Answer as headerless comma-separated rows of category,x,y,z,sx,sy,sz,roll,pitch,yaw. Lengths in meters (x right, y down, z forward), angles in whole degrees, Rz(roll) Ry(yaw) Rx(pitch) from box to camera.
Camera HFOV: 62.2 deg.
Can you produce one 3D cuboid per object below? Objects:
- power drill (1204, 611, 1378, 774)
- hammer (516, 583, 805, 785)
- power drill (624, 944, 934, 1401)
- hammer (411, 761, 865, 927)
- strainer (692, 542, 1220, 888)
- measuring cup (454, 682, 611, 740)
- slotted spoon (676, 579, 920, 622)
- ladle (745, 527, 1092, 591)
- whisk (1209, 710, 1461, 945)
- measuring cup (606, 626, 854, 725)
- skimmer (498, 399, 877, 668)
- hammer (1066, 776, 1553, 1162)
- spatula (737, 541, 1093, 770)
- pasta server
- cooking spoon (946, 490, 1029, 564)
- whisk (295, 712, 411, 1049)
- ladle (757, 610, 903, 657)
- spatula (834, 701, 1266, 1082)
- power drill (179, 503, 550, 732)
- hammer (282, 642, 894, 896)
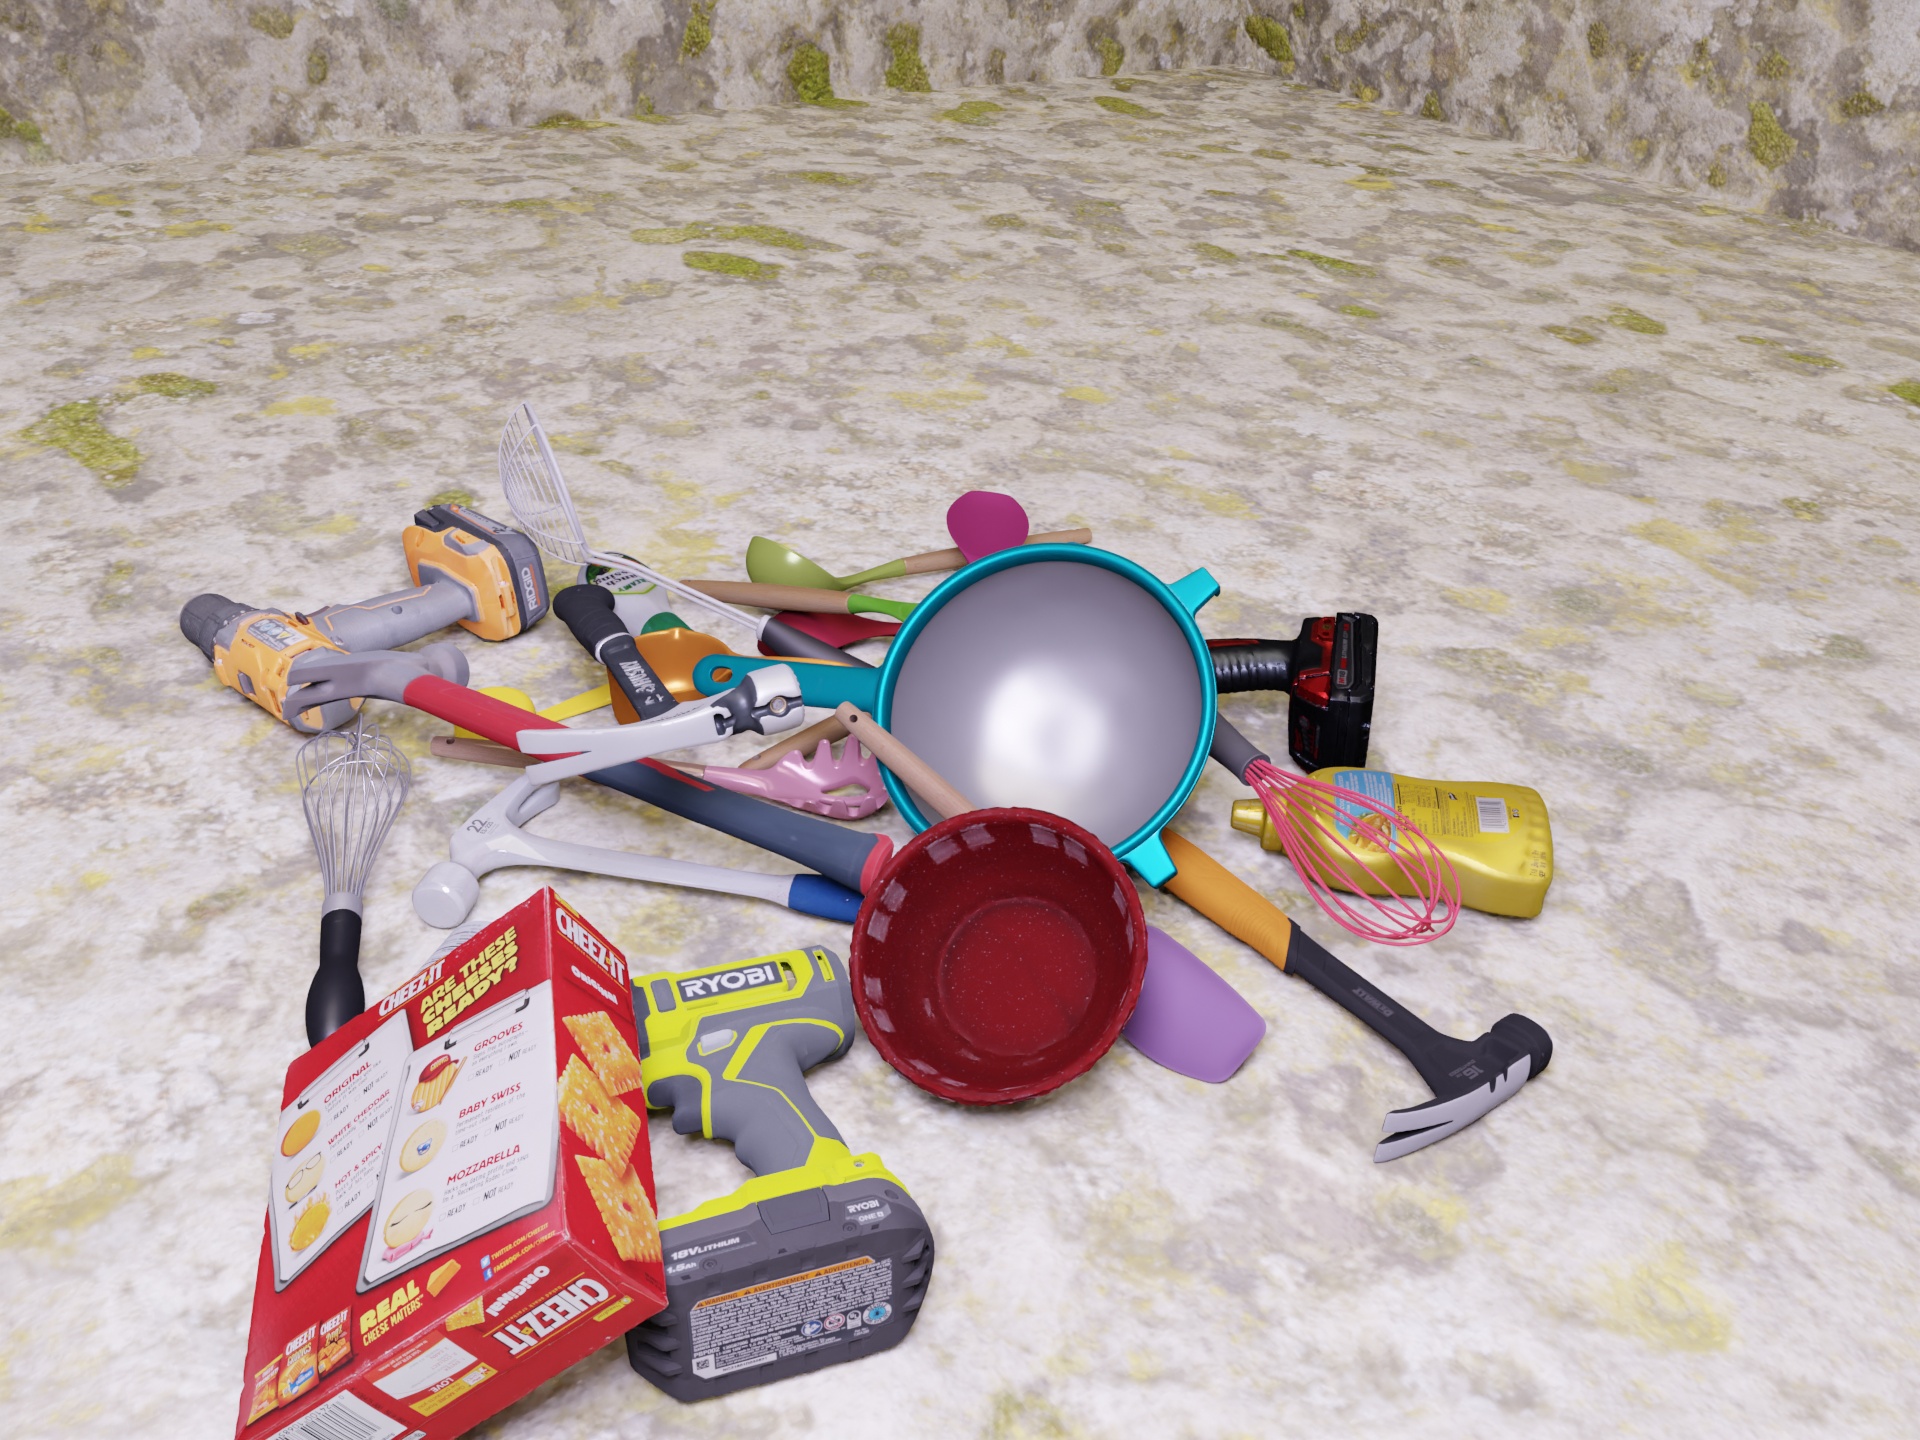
power drill,0.170,-0.012,1.111,0.227,0.080,0.188,6,39,13
hammer,-0.222,-0.039,1.015,0.149,0.036,0.409,-16,19,-17
power drill,-0.116,0.201,0.761,0.171,0.080,0.223,-9,31,-17
hammer,-0.110,0.096,0.959,0.405,0.035,0.144,8,33,8
strainer,-0.002,-0.003,1.009,0.340,0.095,0.211,6,77,19
measuring cup,-0.285,-0.018,1.132,0.156,0.029,0.062,-23,40,-31
slotted spoon,-0.098,-0.089,1.190,0.314,0.031,0.070,8,23,36
ladle,-0.027,-0.144,1.327,0.320,0.062,0.078,-13,14,-27
whisk,0.191,0.041,0.966,0.073,0.073,0.296,-15,37,-25
measuring cup,-0.162,-0.020,1.126,0.173,0.052,0.095,2,32,-4
skimmer,-0.186,-0.118,1.176,0.363,0.127,0.090,26,70,5
hammer,0.171,0.124,0.936,0.127,0.034,0.337,-19,38,-31
spatula,-0.020,-0.040,1.128,0.317,0.044,0.082,-27,33,-22
pasta server,-0.195,0.029,1.049,0.316,0.040,0.060,6,46,3
cooking spoon,0.014,-0.086,1.225,0.068,0.017,0.319,7,42,-1
whisk,-0.364,0.092,0.938,0.070,0.070,0.285,-6,38,-13
ladle,0.000,-0.068,1.236,0.315,0.031,0.069,1,34,-5
spatula,0.038,0.089,0.909,0.316,0.018,0.060,41,84,22
power drill,-0.449,-0.084,1.187,0.185,0.084,0.226,24,42,33
hammer,-0.220,0.030,0.958,0.386,0.038,0.143,19,15,20
